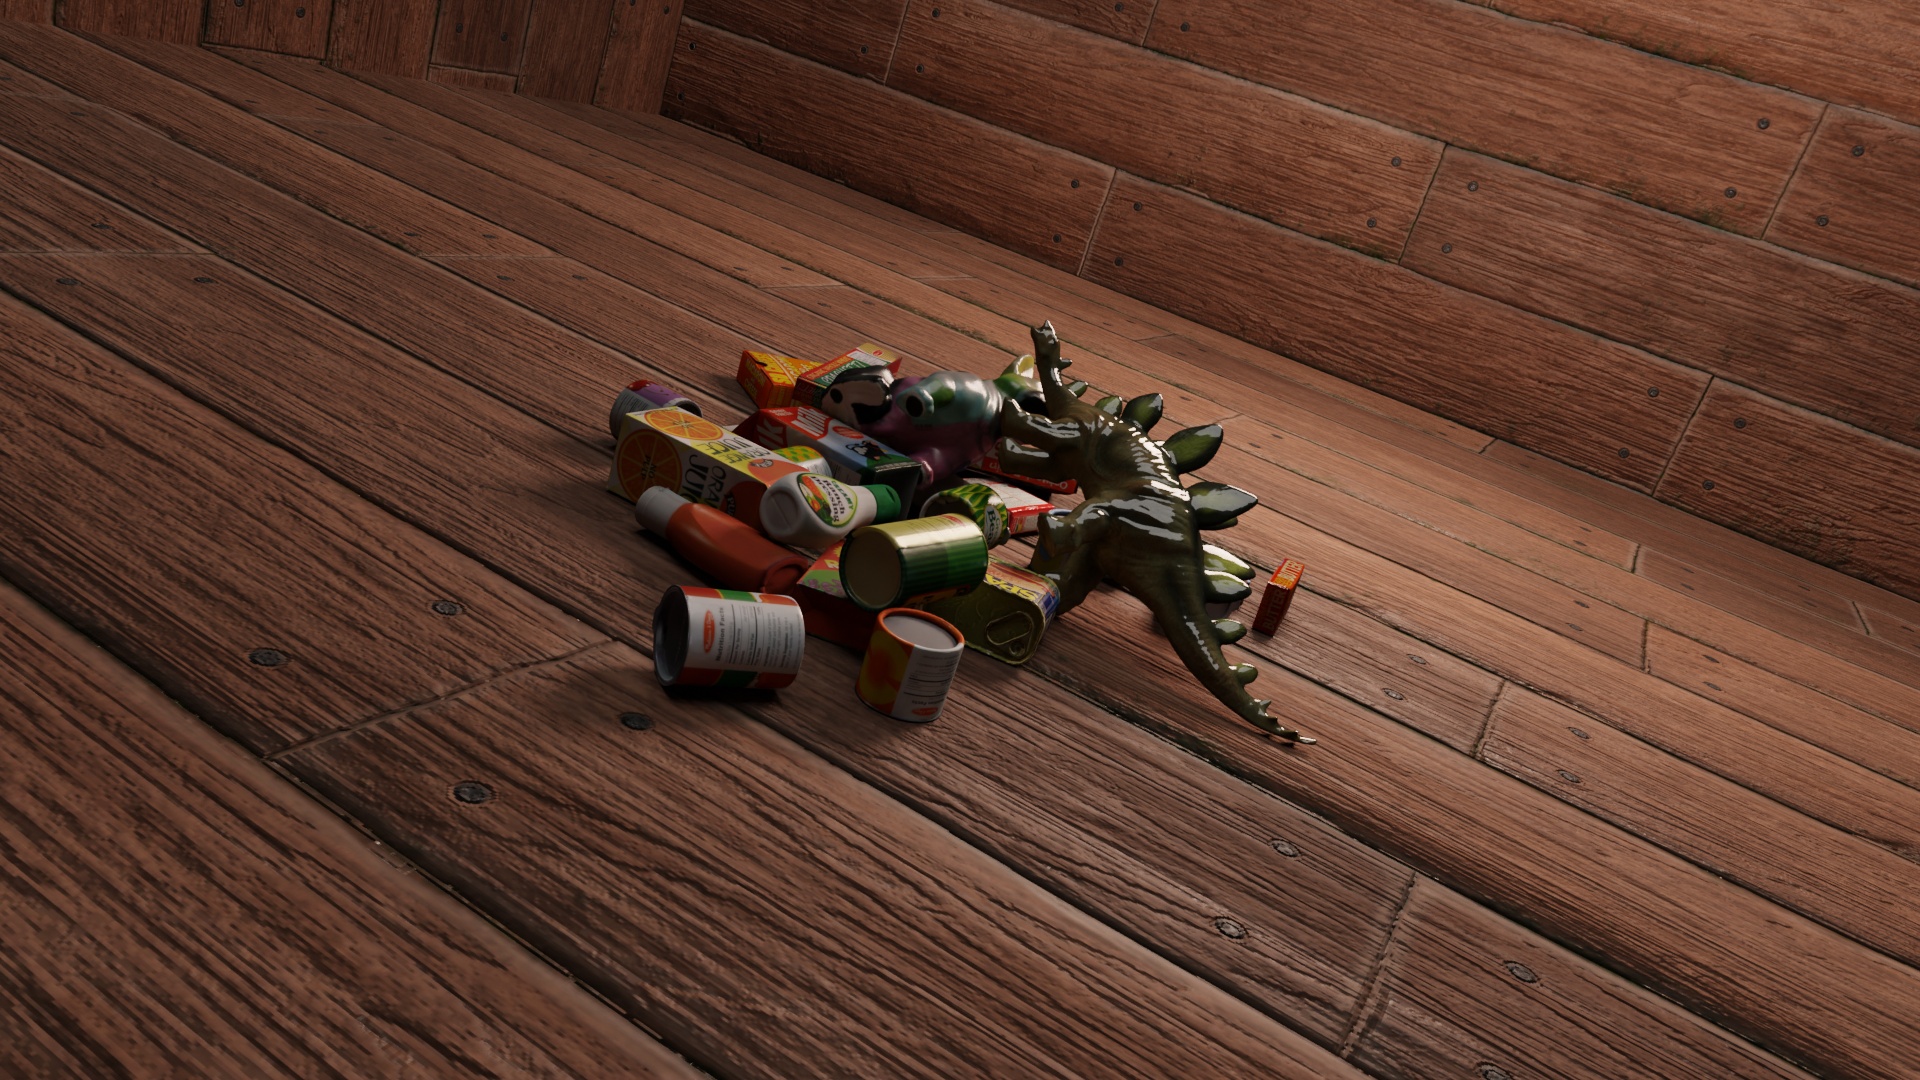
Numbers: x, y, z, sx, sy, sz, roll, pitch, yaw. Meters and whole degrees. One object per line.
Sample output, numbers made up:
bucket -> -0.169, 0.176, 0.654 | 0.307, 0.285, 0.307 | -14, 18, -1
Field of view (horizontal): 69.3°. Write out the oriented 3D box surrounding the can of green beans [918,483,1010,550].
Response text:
can of green beans -> 0.003, -0.017, 1.298 | 0.071, 0.071, 0.058 | 27, 21, 23

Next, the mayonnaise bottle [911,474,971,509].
mayonnaise bottle -> -0.026, -0.051, 1.403 | 0.065, 0.041, 0.148 | -8, 30, -40

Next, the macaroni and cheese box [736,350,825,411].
macaroni and cheese box -> -0.163, -0.174, 1.616 | 0.167, 0.040, 0.124 | 7, 21, -28

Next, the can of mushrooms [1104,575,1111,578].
can of mushrooms -> 0.152, 0.001, 1.373 | 0.071, 0.070, 0.033 | 26, 22, 22

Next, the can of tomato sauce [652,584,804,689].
can of tomato sauce -> -0.157, 0.066, 0.933 | 0.083, 0.071, 0.071 | 7, 22, -31

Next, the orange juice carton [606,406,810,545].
orange juice carton -> -0.199, -0.044, 1.181 | 0.193, 0.072, 0.072 | 26, 20, 20

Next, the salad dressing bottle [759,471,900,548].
salad dressing bottle -> -0.103, -0.026, 1.141 | 0.064, 0.044, 0.148 | 58, 27, 14

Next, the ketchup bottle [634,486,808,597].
ketchup bottle -> -0.195, 0.001, 1.107 | 0.149, 0.043, 0.065 | 28, 20, 26

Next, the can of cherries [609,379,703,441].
can of cherries -> -0.283, -0.110, 1.300 | 0.058, 0.071, 0.072 | 26, 20, 25

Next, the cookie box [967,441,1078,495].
cookie box -> 0.040, -0.089, 1.521 | 0.167, 0.040, 0.123 | 15, 2, -8

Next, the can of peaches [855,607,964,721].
can of peaches -> -0.037, 0.087, 0.992 | 0.071, 0.057, 0.071 | 16, 20, -6

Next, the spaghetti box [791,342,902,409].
spaghetti box -> -0.126, -0.187, 1.579 | 0.050, 0.028, 0.251 | 22, 20, 7

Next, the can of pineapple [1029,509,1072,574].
can of pineapple -> 0.105, 0.008, 1.332 | 0.071, 0.057, 0.071 | 16, 19, -6

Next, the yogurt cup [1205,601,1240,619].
yogurt cup -> 0.224, 0.048, 1.322 | 0.072, 0.072, 0.054 | 17, 11, -2

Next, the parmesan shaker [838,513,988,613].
parmesan shaker -> -0.037, 0.016, 1.055 | 0.071, 0.071, 0.103 | 30, 23, 31

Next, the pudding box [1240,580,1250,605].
pudding box -> 0.246, 0.040, 1.412 | 0.084, 0.030, 0.050 | 29, 21, 28

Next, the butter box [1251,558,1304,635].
butter box -> 0.321, 0.056, 1.401 | 0.024, 0.053, 0.104 | 22, 19, 16

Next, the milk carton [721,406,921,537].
milk carton -> -0.137, -0.074, 1.318 | 0.191, 0.073, 0.072 | 28, 22, 28

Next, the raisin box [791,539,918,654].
raisin box -> -0.079, 0.043, 1.102 | 0.086, 0.040, 0.124 | 19, 19, 4

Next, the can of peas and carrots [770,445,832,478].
can of peas and carrots -> -0.159, -0.050, 1.247 | 0.071, 0.070, 0.059 | 25, 19, 19
